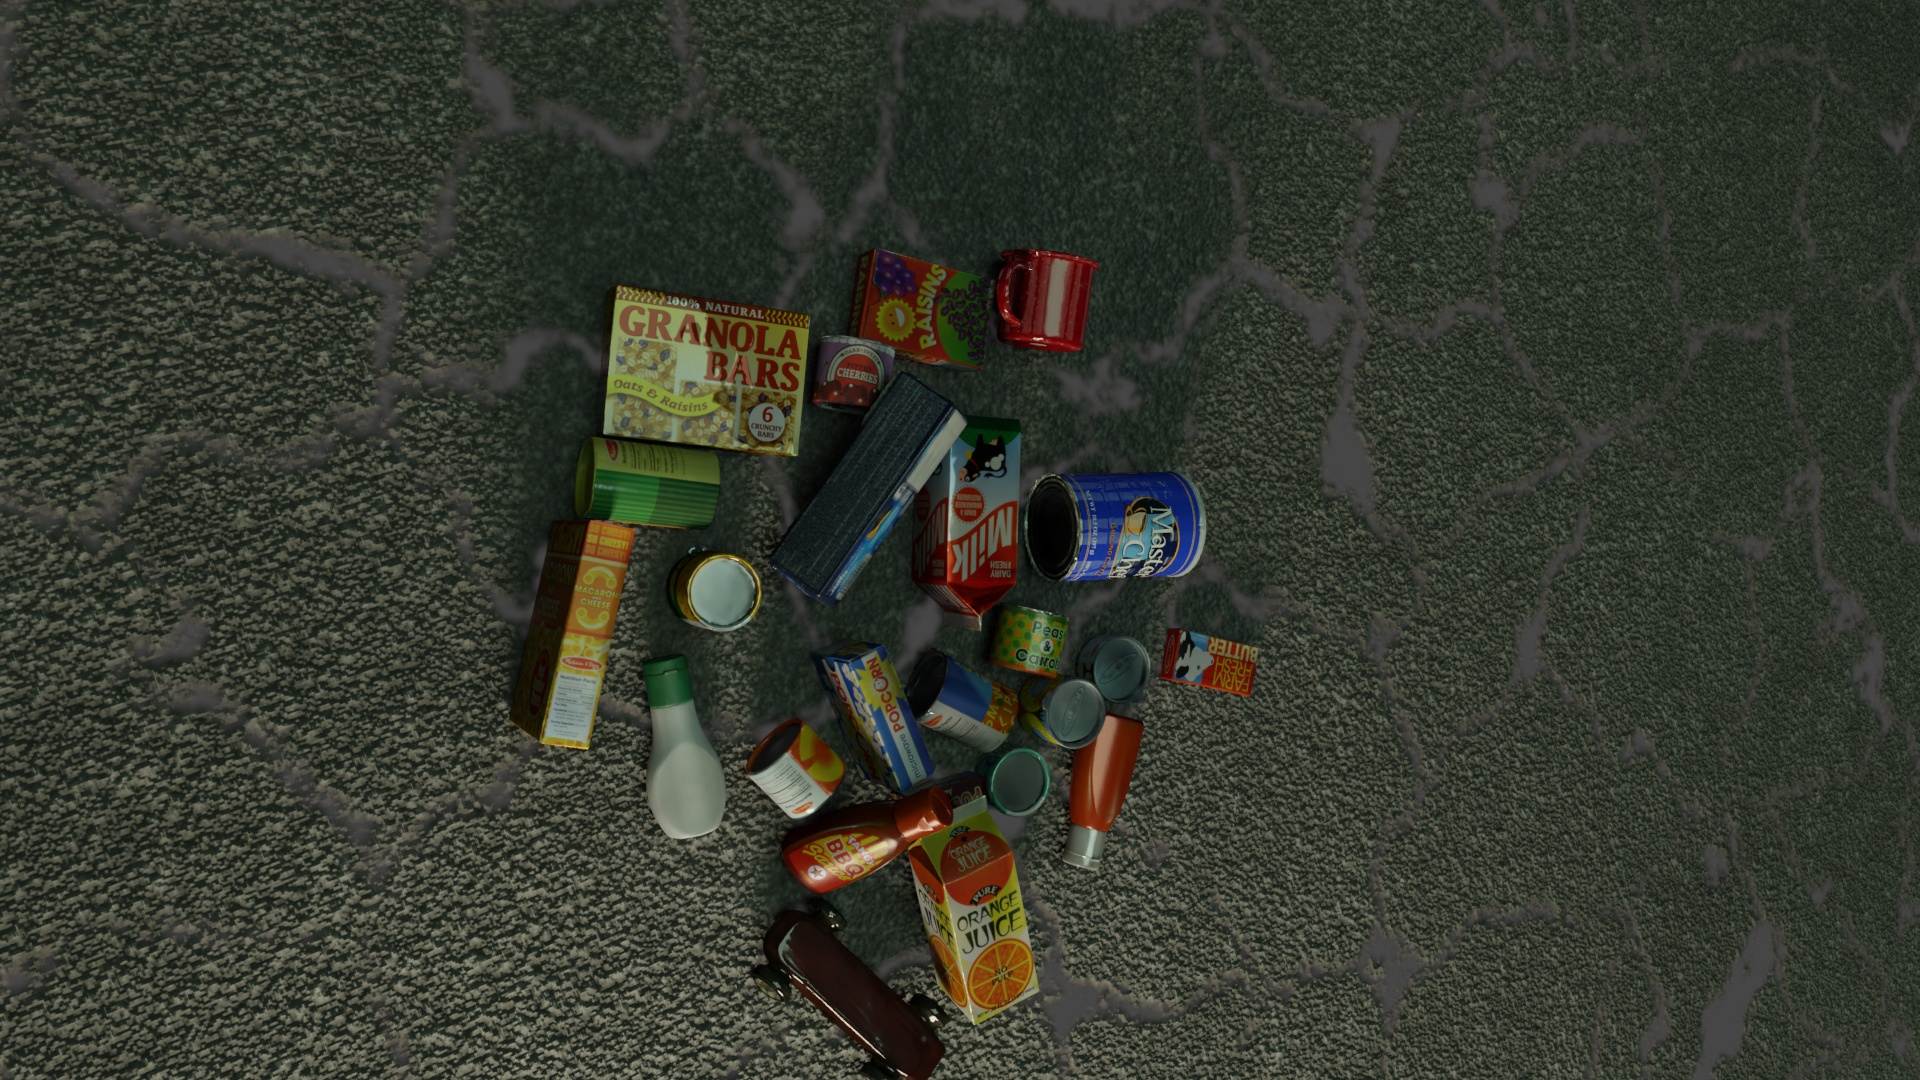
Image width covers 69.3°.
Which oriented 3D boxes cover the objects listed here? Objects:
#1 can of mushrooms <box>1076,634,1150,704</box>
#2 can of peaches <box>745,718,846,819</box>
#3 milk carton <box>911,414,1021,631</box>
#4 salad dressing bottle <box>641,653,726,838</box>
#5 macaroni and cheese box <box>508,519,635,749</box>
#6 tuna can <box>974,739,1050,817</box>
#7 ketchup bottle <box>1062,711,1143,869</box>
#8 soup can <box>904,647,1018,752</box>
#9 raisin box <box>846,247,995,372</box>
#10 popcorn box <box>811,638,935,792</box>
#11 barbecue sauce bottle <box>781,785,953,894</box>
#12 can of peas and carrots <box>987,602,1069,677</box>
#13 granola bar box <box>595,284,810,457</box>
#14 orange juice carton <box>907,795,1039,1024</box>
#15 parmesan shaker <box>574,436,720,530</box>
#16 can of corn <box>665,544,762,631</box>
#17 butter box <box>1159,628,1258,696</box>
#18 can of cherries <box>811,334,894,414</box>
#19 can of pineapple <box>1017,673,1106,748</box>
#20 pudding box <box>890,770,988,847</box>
[{"bbox_3d":[0.149,0.127,1.352,0.071,0.033,0.071,0,90,-28],"label":"can of mushrooms"},{"bbox_3d":[-0.141,0.193,1.187,0.071,0.071,0.058,-48,110,-19],"label":"can of peaches"},{"bbox_3d":[0.004,-0.016,1.254,0.073,0.072,0.190,2,90,-28],"label":"milk carton"},{"bbox_3d":[-0.233,0.169,1.151,0.064,0.044,0.147,-11,94,-25],"label":"salad dressing bottle"},{"bbox_3d":[-0.301,0.067,1.069,0.040,0.123,0.166,13,84,-28],"label":"macaroni and cheese box"},{"bbox_3d":[0.048,0.222,1.301,0.071,0.033,0.071,-1,91,-27],"label":"tuna can"},{"bbox_3d":[0.133,0.239,1.338,0.065,0.043,0.149,18,82,-36],"label":"ketchup bottle"},{"bbox_3d":[0.001,0.144,1.258,0.084,0.071,0.071,29,78,-25],"label":"soup can"},{"bbox_3d":[-0.035,-0.205,1.251,0.123,0.040,0.086,10,87,-26],"label":"raisin box"},{"bbox_3d":[-0.076,0.150,1.207,0.038,0.085,0.126,-26,102,-26],"label":"popcorn box"},{"bbox_3d":[-0.077,0.250,1.181,0.148,0.044,0.064,-26,113,21],"label":"barbecue sauce bottle"},{"bbox_3d":[0.064,0.093,1.287,0.071,0.071,0.059,15,84,-27],"label":"can of peas and carrots"},{"bbox_3d":[-0.214,-0.139,1.160,0.166,0.039,0.124,5,89,-27],"label":"granola bar box"},{"bbox_3d":[0.009,0.322,1.237,0.072,0.073,0.192,-20,112,-23],"label":"orange juice carton"},{"bbox_3d":[-0.253,-0.043,1.123,0.103,0.071,0.071,7,88,-28],"label":"parmesan shaker"},{"bbox_3d":[-0.205,0.039,1.155,0.071,0.058,0.071,-1,91,-28],"label":"can of corn"},{"bbox_3d":[0.254,0.124,1.410,0.103,0.024,0.053,14,83,-27],"label":"butter box"},{"bbox_3d":[-0.093,-0.143,1.204,0.071,0.071,0.058,10,87,-27],"label":"can of cherries"},{"bbox_3d":[0.093,0.158,1.309,0.071,0.058,0.071,0,90,-27],"label":"can of pineapple"},{"bbox_3d":[-0.018,0.245,1.268,0.084,0.030,0.049,-9,96,-27],"label":"pudding box"}]
